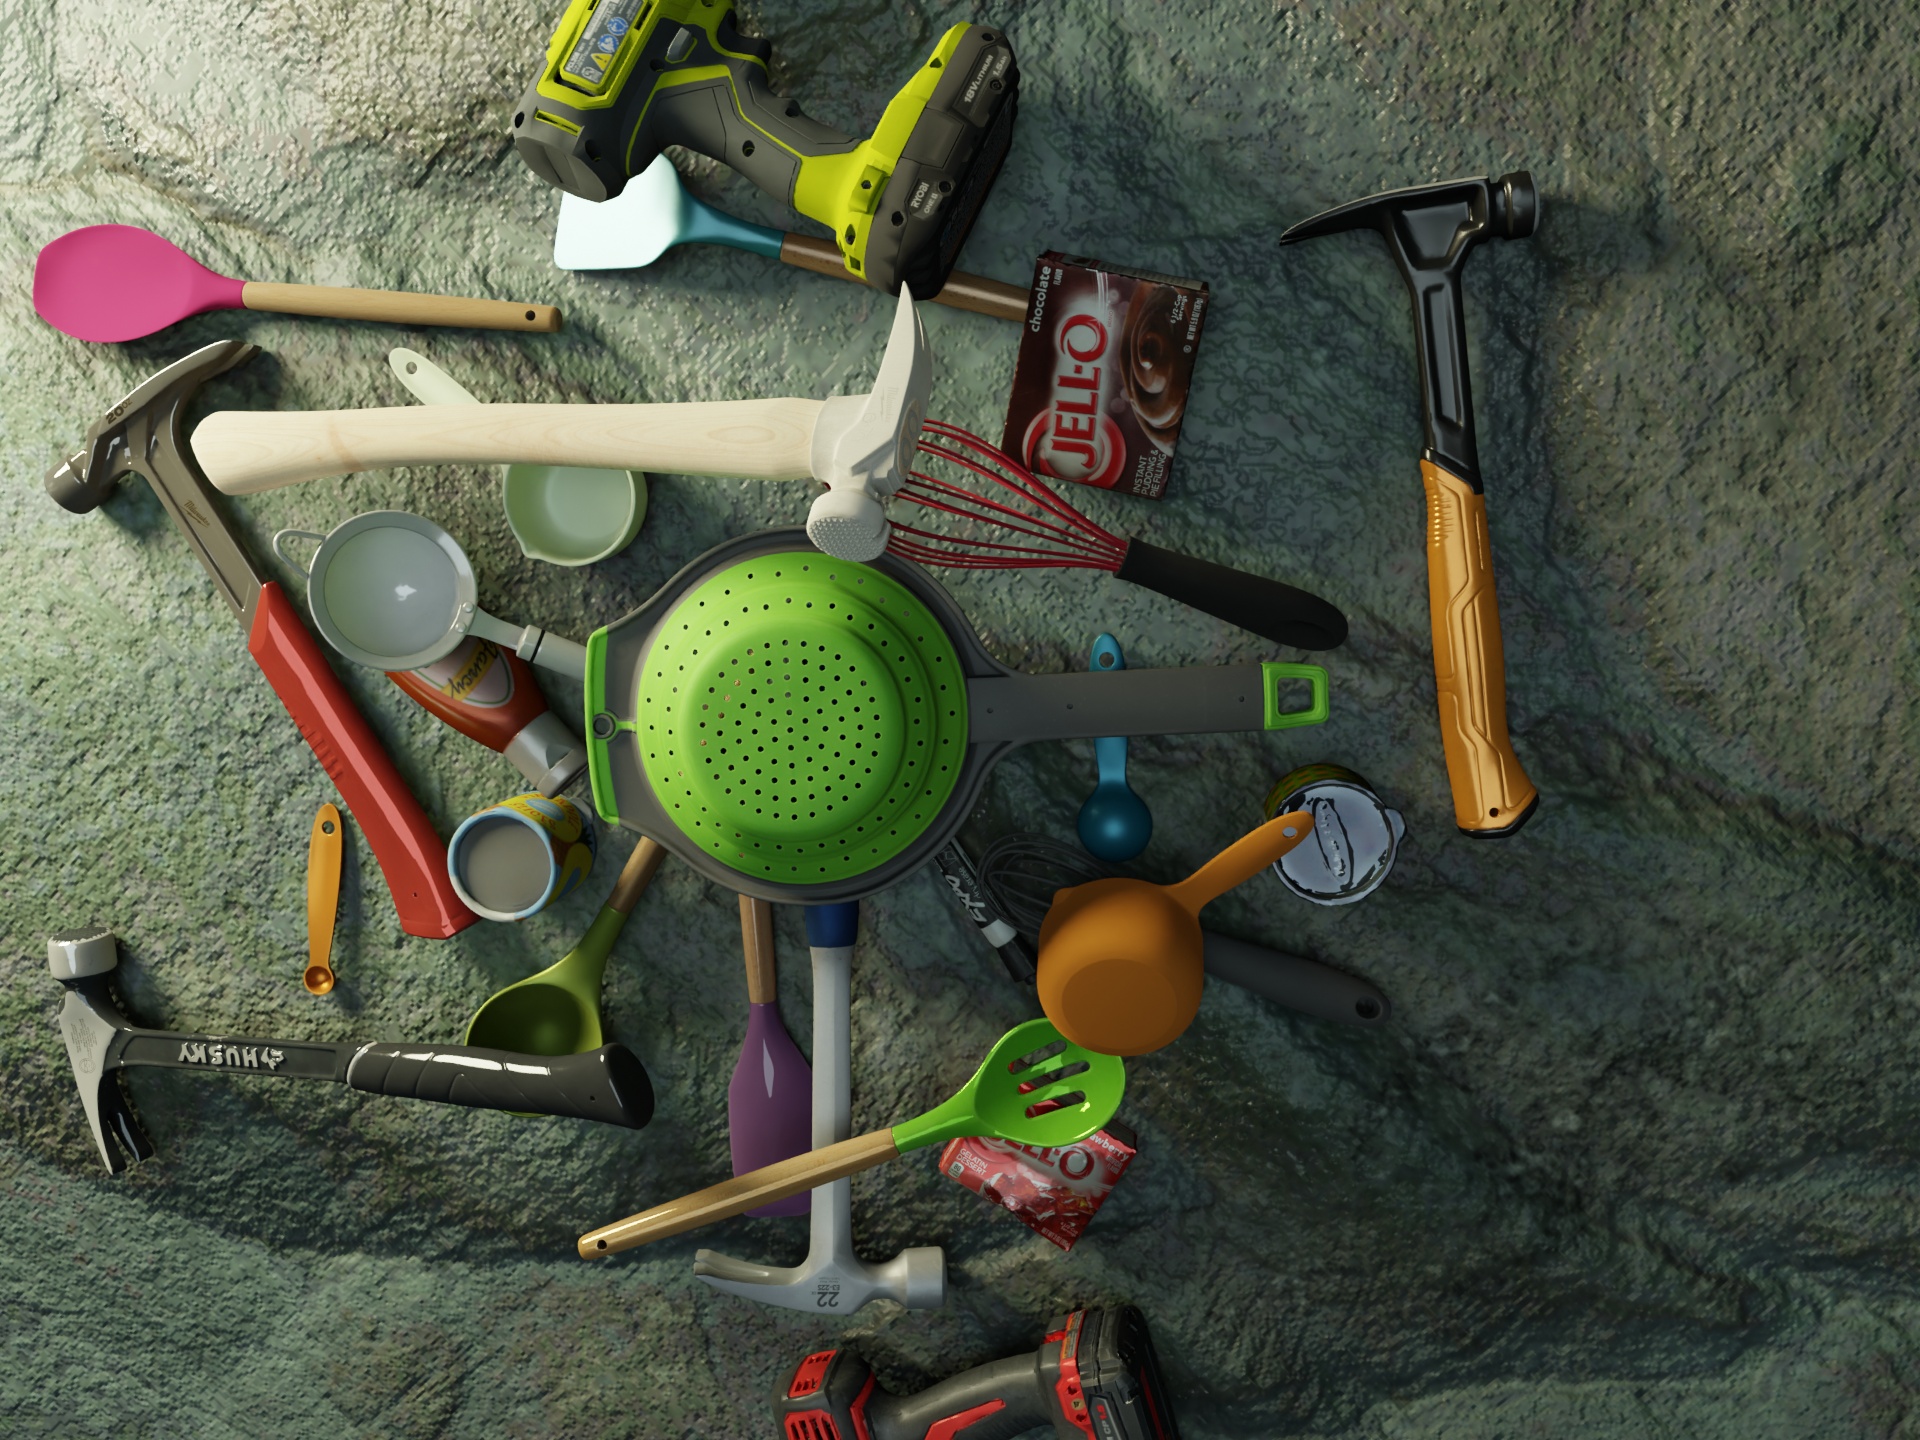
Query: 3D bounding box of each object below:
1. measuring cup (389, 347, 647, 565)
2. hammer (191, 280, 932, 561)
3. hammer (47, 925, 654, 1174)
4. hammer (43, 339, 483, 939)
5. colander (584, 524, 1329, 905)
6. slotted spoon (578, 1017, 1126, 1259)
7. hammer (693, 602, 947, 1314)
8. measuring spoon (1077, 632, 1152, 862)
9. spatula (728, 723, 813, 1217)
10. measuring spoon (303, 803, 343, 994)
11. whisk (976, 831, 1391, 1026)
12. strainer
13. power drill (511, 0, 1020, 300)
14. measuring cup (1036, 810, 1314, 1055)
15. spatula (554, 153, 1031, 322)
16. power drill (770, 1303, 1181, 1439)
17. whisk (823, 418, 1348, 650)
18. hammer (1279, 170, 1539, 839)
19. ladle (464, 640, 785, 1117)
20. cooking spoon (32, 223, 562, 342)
[{"bbox_3d":[-0.246,-0.153,0.887,0.167,0.038,0.083,39,101,4],"label":"measuring cup"},{"bbox_3d":[-0.215,-0.154,0.817,0.411,0.038,0.146,3,62,18],"label":"hammer"},{"bbox_3d":[-0.356,0.200,0.906,0.409,0.036,0.149,0,99,22],"label":"hammer"},{"bbox_3d":[-0.377,-0.034,0.921,0.149,0.037,0.359,-32,92,11],"label":"hammer"},{"bbox_3d":[-0.001,-0.003,0.813,0.397,0.094,0.204,-3,94,-1],"label":"colander"},{"bbox_3d":[-0.060,0.236,0.868,0.314,0.031,0.070,-20,86,1],"label":"slotted spoon"},{"bbox_3d":[-0.078,0.136,0.891,0.144,0.035,0.405,0,96,-7],"label":"hammer"},{"bbox_3d":[0.082,0.017,0.869,0.042,0.021,0.128,-2,98,8],"label":"measuring spoon"},{"bbox_3d":[-0.113,0.136,0.915,0.060,0.018,0.316,-4,98,0],"label":"spatula"},{"bbox_3d":[-0.381,0.107,0.956,0.021,0.011,0.117,6,95,8],"label":"measuring spoon"},{"bbox_3d":[0.122,0.118,0.869,0.239,0.055,0.055,20,100,0],"label":"whisk"},{"bbox_3d":[-0.244,-0.044,0.870,0.258,0.050,0.087,22,76,-17],"label":"strainer"},{"bbox_3d":[-0.089,-0.329,0.810,0.228,0.080,0.190,24,80,4],"label":"power drill"},{"bbox_3d":[0.111,0.108,0.807,0.095,0.052,0.173,42,118,-16],"label":"measuring cup"},{"bbox_3d":[-0.068,-0.249,0.856,0.317,0.044,0.082,15,99,1],"label":"spatula"},{"bbox_3d":[0.010,0.422,0.909,0.219,0.078,0.143,-15,95,13],"label":"power drill"},{"bbox_3d":[0.065,-0.091,0.825,0.295,0.073,0.073,18,100,-8],"label":"whisk"},{"bbox_3d":[0.249,-0.103,0.824,0.127,0.034,0.337,-8,96,8],"label":"hammer"},{"bbox_3d":[-0.182,0.087,0.890,0.078,0.062,0.320,30,103,-6],"label":"ladle"},{"bbox_3d":[-0.380,-0.239,0.903,0.319,0.017,0.069,6,89,8],"label":"cooking spoon"}]
